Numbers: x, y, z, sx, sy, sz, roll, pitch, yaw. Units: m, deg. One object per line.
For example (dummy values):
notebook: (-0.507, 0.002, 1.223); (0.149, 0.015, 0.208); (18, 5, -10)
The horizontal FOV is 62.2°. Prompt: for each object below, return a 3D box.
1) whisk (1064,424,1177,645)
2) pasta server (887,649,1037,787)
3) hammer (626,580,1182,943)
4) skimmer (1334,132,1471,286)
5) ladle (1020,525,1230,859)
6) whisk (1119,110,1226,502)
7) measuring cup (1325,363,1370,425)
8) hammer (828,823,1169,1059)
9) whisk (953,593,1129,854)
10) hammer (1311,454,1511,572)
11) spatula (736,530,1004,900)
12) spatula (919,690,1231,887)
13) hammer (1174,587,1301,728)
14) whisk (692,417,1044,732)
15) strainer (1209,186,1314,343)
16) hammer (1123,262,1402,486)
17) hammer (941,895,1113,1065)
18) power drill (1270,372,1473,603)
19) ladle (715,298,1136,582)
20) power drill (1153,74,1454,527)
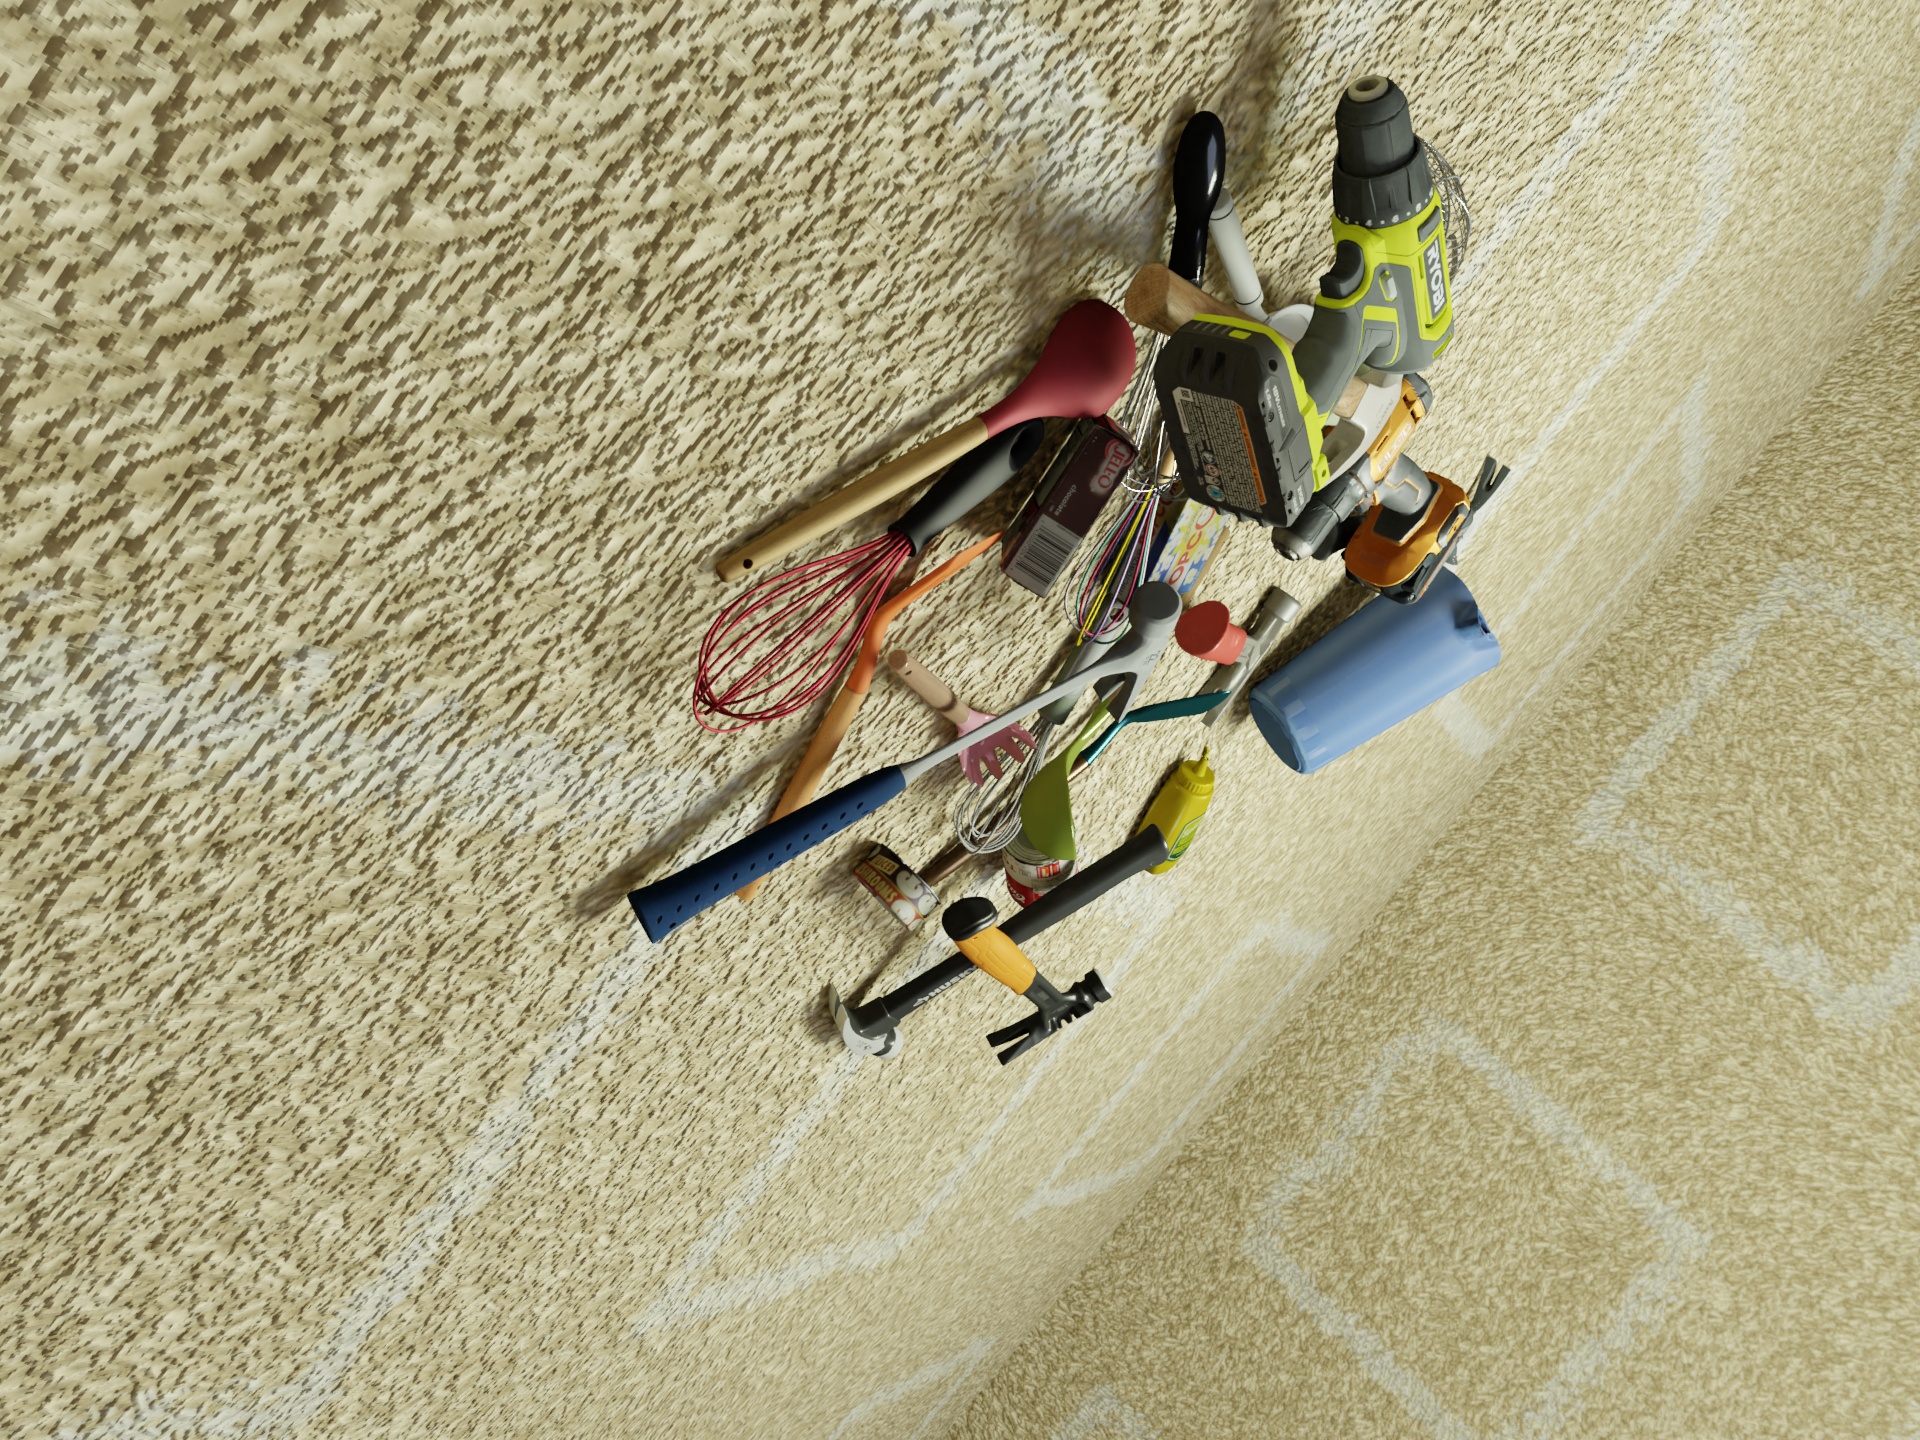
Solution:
whisk: (0.134, -0.156, 1.156); (0.047, 0.051, 0.244); (-10, 133, -46)
pasta server: (-0.002, -0.004, 1.106); (0.060, 0.040, 0.316); (-36, 165, 4)
hammer: (-0.031, 0.036, 1.061); (0.405, 0.035, 0.144); (-28, 160, -17)
skimmer: (0.322, -0.328, 1.198); (0.090, 0.127, 0.363); (-14, 170, 9)
ladle: (0.144, -0.028, 1.274); (0.320, 0.062, 0.078); (-56, 164, -17)
whisk: (0.140, -0.253, 1.015); (0.070, 0.070, 0.284); (-35, 147, -28)
measuring cup: (0.256, -0.240, 1.230); (0.038, 0.083, 0.167); (-3, 155, -22)
hammer: (0.035, 0.189, 1.384); (0.335, 0.035, 0.146); (-33, 151, 6)
whisk: (0.068, 0.004, 1.273); (0.246, 0.057, 0.059); (-59, -164, 12)
hammer: (0.457, -0.201, 1.635); (0.409, 0.036, 0.149); (-12, 136, -52)
spatula: (-0.072, 0.003, 1.043); (0.322, 0.041, 0.081); (-60, 170, 26)
spatula: (0.092, 0.057, 1.361); (0.317, 0.044, 0.082); (-37, 174, -11)
hammer: (0.225, -0.058, 1.376); (0.149, 0.037, 0.359); (-55, 167, 11)
whisk: (-0.047, -0.094, 0.930); (0.296, 0.073, 0.073); (-44, 156, -25)
strainer: (0.196, -0.285, 1.077); (0.087, 0.050, 0.258); (-45, 150, 0)
hammer: (0.205, -0.233, 1.036); (0.331, 0.031, 0.130); (5, 115, -52)
hammer: (0.041, 0.220, 1.369); (0.127, 0.034, 0.336); (-32, 151, 2)
power drill: (0.362, -0.185, 1.405); (0.185, 0.084, 0.226); (-55, 144, -3)
ladle: (-0.009, -0.160, 0.923); (0.315, 0.031, 0.069); (-34, 118, -22)
power drill: (0.214, -0.246, 0.946); (0.228, 0.080, 0.190); (-50, 140, -21)
